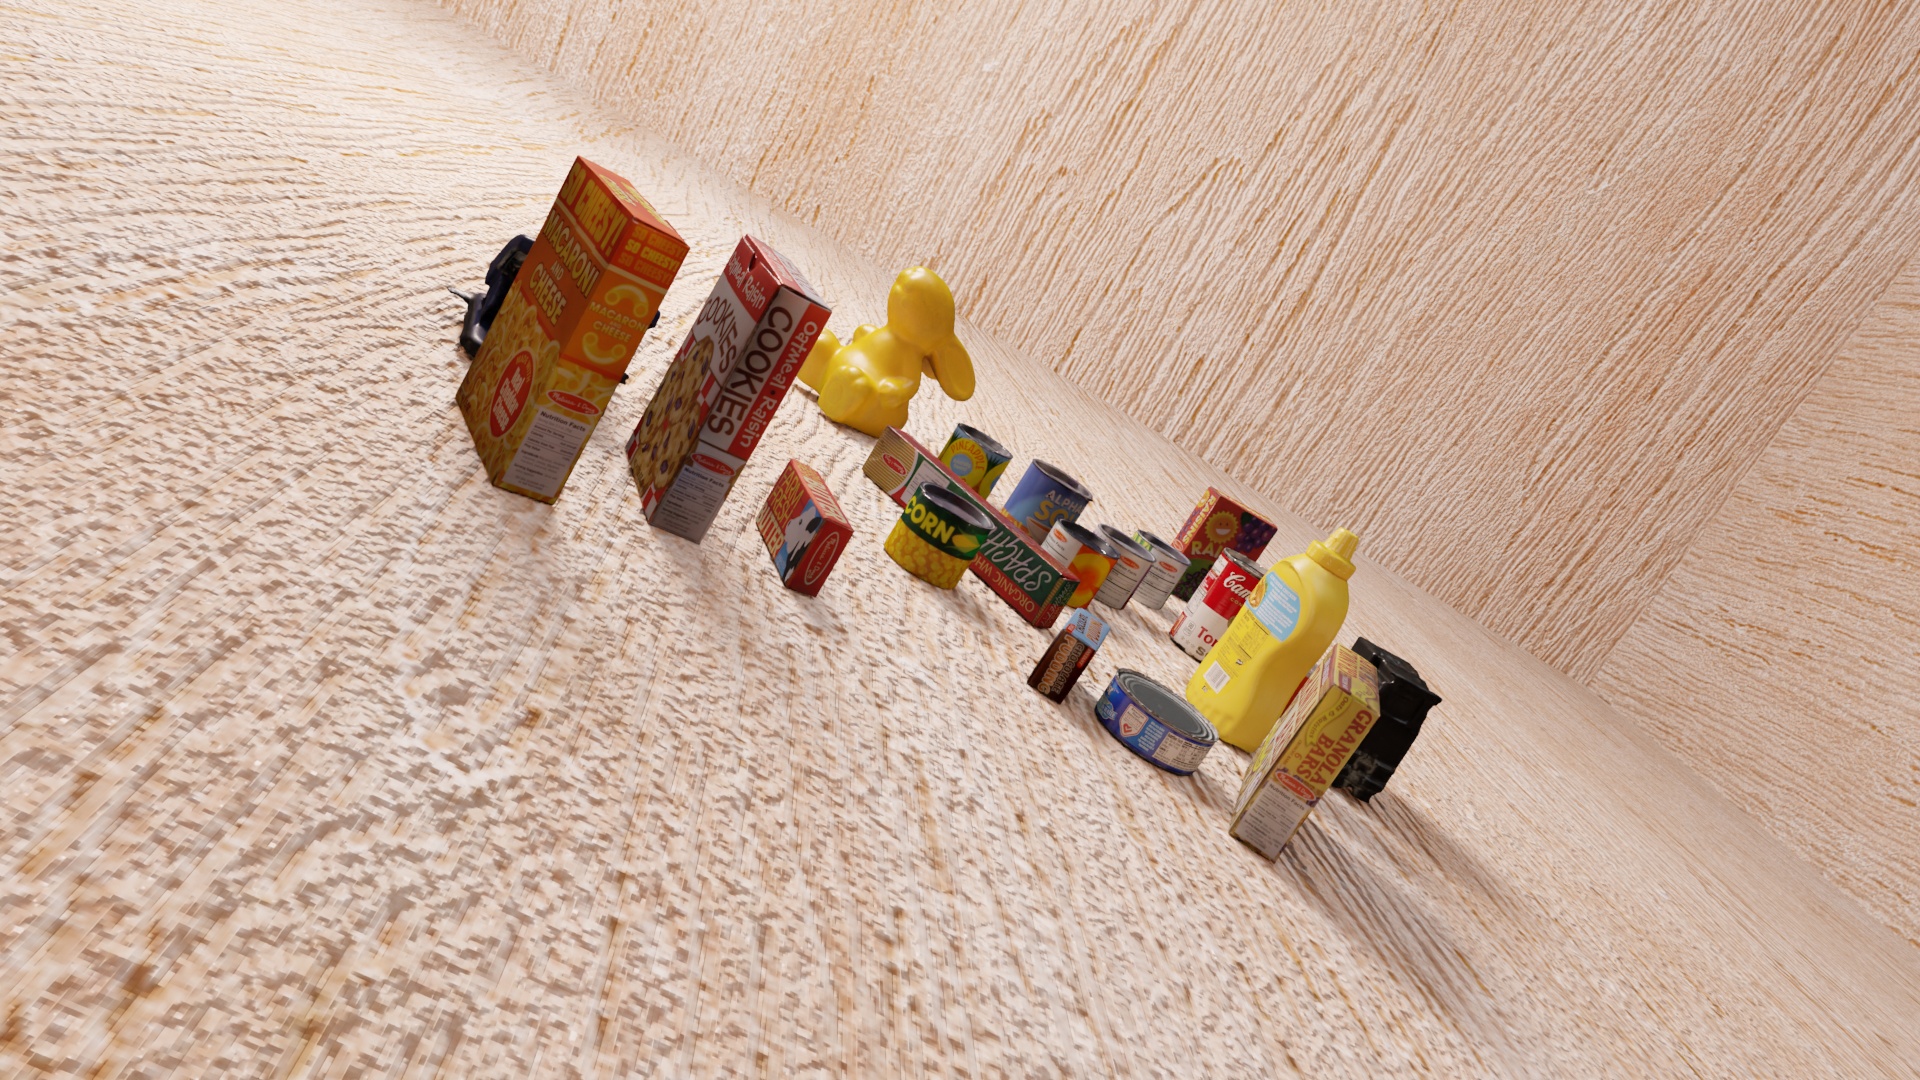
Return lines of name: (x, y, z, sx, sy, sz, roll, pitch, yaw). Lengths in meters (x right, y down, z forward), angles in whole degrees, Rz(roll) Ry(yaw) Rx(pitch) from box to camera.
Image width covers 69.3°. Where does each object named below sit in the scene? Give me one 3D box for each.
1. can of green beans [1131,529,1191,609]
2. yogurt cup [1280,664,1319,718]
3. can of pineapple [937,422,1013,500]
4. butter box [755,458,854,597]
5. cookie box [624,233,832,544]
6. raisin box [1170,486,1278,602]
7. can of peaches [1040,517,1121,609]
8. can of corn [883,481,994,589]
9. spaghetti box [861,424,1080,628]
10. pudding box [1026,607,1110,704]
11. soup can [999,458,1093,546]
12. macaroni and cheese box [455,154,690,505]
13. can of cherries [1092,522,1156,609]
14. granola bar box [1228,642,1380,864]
can of green beans: (0.194, 0.030, 1.430, 0.071, 0.057, 0.071, 30, 13, -7)
yogurt cup: (0.311, 0.136, 1.313, 0.072, 0.054, 0.072, 30, 13, -7)
can of pineapple: (0.010, -0.078, 1.406, 0.071, 0.057, 0.071, 30, 13, -7)
butter box: (-0.103, -0.010, 0.905, 0.024, 0.053, 0.104, 25, 14, -28)
cookie box: (-0.150, -0.099, 0.871, 0.040, 0.167, 0.123, 25, 14, -29)
raisin box: (0.283, 0.013, 1.551, 0.086, 0.123, 0.040, 28, 13, -17)
can of peaches: (0.102, 0.022, 1.246, 0.071, 0.058, 0.071, 30, 13, -7)
can of corn: (-0.018, -0.004, 1.066, 0.071, 0.058, 0.071, 30, 13, -7)
spaghetti box: (0.004, -0.015, 1.176, 0.029, 0.050, 0.251, 17, 20, -50)
pudding box: (0.078, 0.081, 0.992, 0.030, 0.049, 0.084, 33, 13, 7)
soup can: (0.075, -0.023, 1.294, 0.071, 0.083, 0.071, 30, 13, -7)
macaroni and cheese box: (-0.224, -0.122, 0.789, 0.040, 0.166, 0.124, 22, 16, -38)
can of cherries: (0.145, 0.024, 1.335, 0.071, 0.058, 0.072, 30, 13, -7)
granola bar box: (0.242, 0.143, 0.973, 0.039, 0.124, 0.166, 34, 13, 10)
